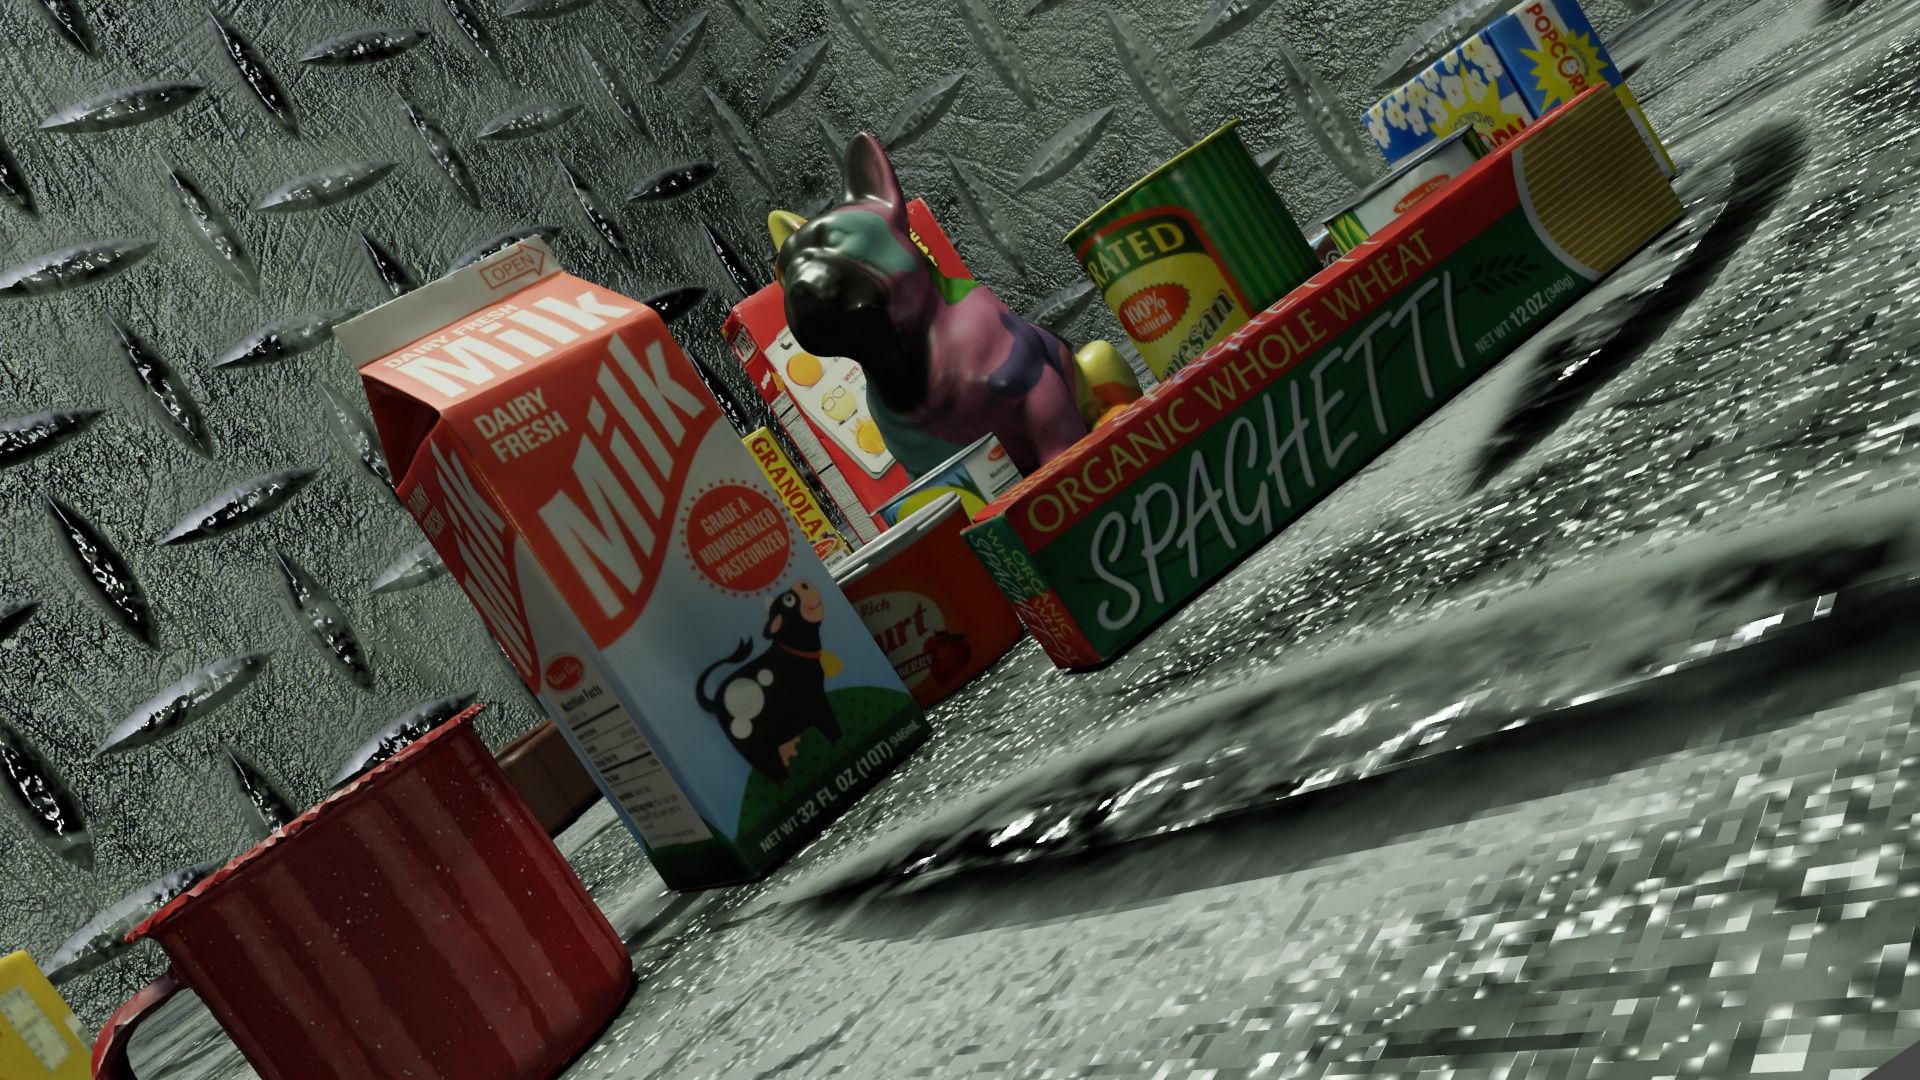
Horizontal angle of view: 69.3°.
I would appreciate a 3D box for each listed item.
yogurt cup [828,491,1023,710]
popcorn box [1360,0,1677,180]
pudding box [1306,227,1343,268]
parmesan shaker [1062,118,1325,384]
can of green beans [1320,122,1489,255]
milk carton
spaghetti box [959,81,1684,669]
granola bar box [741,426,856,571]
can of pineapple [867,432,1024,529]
[{"bbox_3d":[-0.015,0.023,0.472,0.072,0.054,0.072,-34,5,3],"label":"yogurt cup"},{"bbox_3d":[0.221,-0.162,0.564,0.038,0.085,0.127,-34,5,-2],"label":"popcorn box"},{"bbox_3d":[0.193,-0.134,0.683,0.083,0.049,0.030,-32,5,25],"label":"pudding box"},{"bbox_3d":[0.091,-0.076,0.457,0.071,0.103,0.071,-34,4,3],"label":"parmesan shaker"},{"bbox_3d":[0.185,-0.120,0.543,0.071,0.058,0.071,-34,4,3],"label":"can of green beans"},{"bbox_3d":[-0.099,0.003,0.410,0.073,0.190,0.073,-37,5,-34],"label":"milk carton"},{"bbox_3d":[0.113,-0.053,0.402,0.251,0.050,0.028,-35,5,-19],"label":"spaghetti box"},{"bbox_3d":[-0.104,0.007,0.805,0.039,0.124,0.165,-35,5,-17],"label":"granola bar box"},{"bbox_3d":[0.002,-0.008,0.648,0.071,0.058,0.071,-34,4,3],"label":"can of pineapple"}]
